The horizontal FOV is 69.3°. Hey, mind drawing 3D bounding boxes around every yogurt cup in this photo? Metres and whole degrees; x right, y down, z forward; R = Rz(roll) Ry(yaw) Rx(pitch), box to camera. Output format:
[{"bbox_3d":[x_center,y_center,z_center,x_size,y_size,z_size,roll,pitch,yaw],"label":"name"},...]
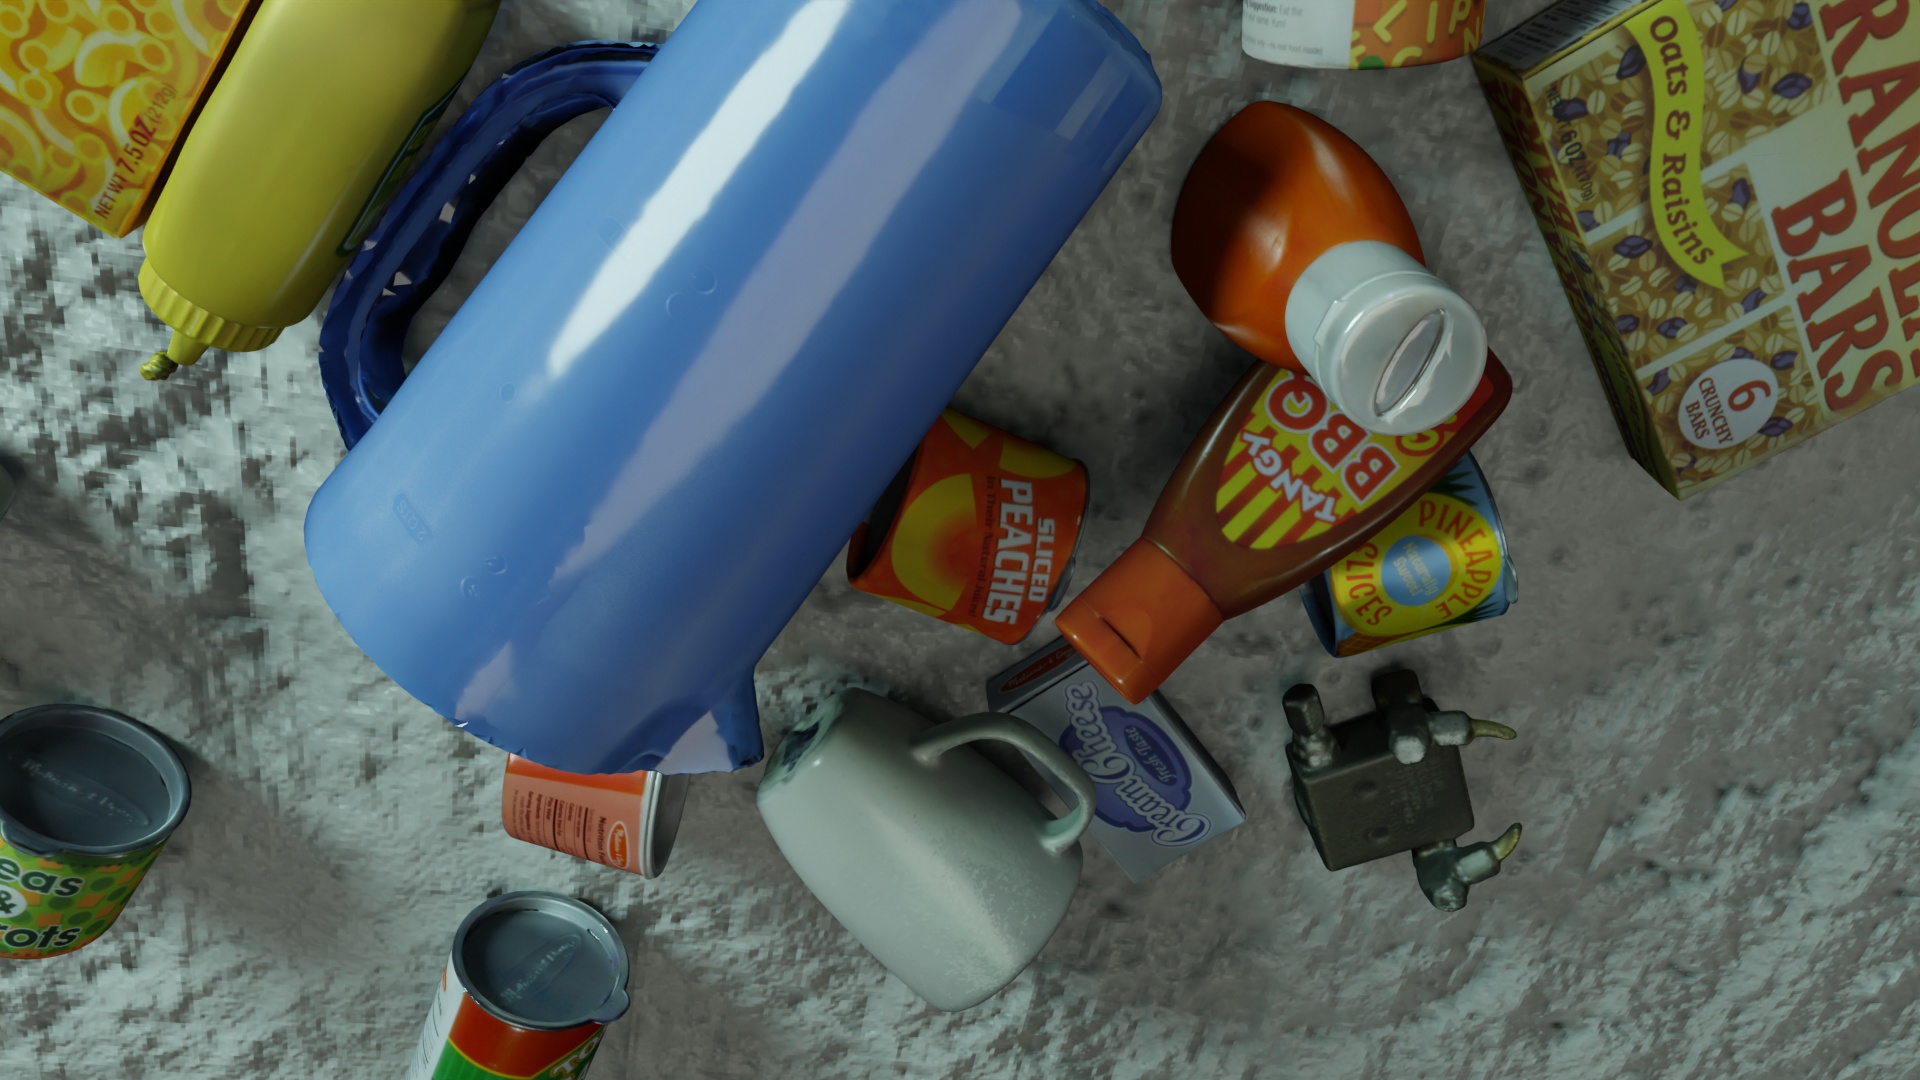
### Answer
[{"bbox_3d":[-0.126,0.081,0.488,0.054,0.073,0.072,9,117,-1],"label":"yogurt cup"}]

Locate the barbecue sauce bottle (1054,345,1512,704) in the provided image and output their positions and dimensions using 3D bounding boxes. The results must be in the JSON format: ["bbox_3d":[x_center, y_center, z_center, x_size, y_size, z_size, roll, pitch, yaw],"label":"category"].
[{"bbox_3d":[0.094,-0.014,0.423,0.148,0.043,0.065,-44,83,-3],"label":"barbecue sauce bottle"}]

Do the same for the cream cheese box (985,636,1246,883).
[{"bbox_3d":[0.060,0.081,0.527,0.053,0.024,0.103,-33,116,12],"label":"cream cheese box"}]

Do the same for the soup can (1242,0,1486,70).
[{"bbox_3d":[0.112,-0.175,0.371,0.071,0.071,0.083,-5,119,-2],"label":"soup can"}]

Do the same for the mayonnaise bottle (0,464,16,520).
[{"bbox_3d":[-0.370,0.016,0.431,0.148,0.065,0.041,-26,115,13],"label":"mayonnaise bottle"}]

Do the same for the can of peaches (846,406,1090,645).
[{"bbox_3d":[0.002,-0.006,0.448,0.058,0.071,0.071,22,114,-15],"label":"can of peaches"}]

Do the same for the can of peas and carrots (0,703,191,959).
[{"bbox_3d":[-0.311,0.101,0.475,0.071,0.071,0.058,32,111,-20],"label":"can of peas and carrots"}]

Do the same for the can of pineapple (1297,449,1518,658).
[{"bbox_3d":[0.144,0.002,0.467,0.058,0.071,0.070,-16,119,4],"label":"can of pineapple"}]

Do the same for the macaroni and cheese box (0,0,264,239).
[{"bbox_3d":[-0.261,-0.176,0.349,0.166,0.040,0.123,33,111,-21],"label":"macaroni and cheese box"}]

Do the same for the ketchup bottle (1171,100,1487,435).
[{"bbox_3d":[0.095,-0.074,0.376,0.043,0.149,0.064,19,115,-13],"label":"ketchup bottle"}]

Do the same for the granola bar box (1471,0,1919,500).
[{"bbox_3d":[0.251,-0.110,0.434,0.124,0.039,0.165,-30,117,10],"label":"granola bar box"}]

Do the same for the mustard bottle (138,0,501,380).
[{"bbox_3d":[-0.187,-0.101,0.386,0.049,0.065,0.159,34,115,-23],"label":"mustard bottle"}]

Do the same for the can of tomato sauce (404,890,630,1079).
[{"bbox_3d":[-0.171,0.191,0.539,0.071,0.071,0.082,19,116,-15],"label":"can of tomato sauce"}]
